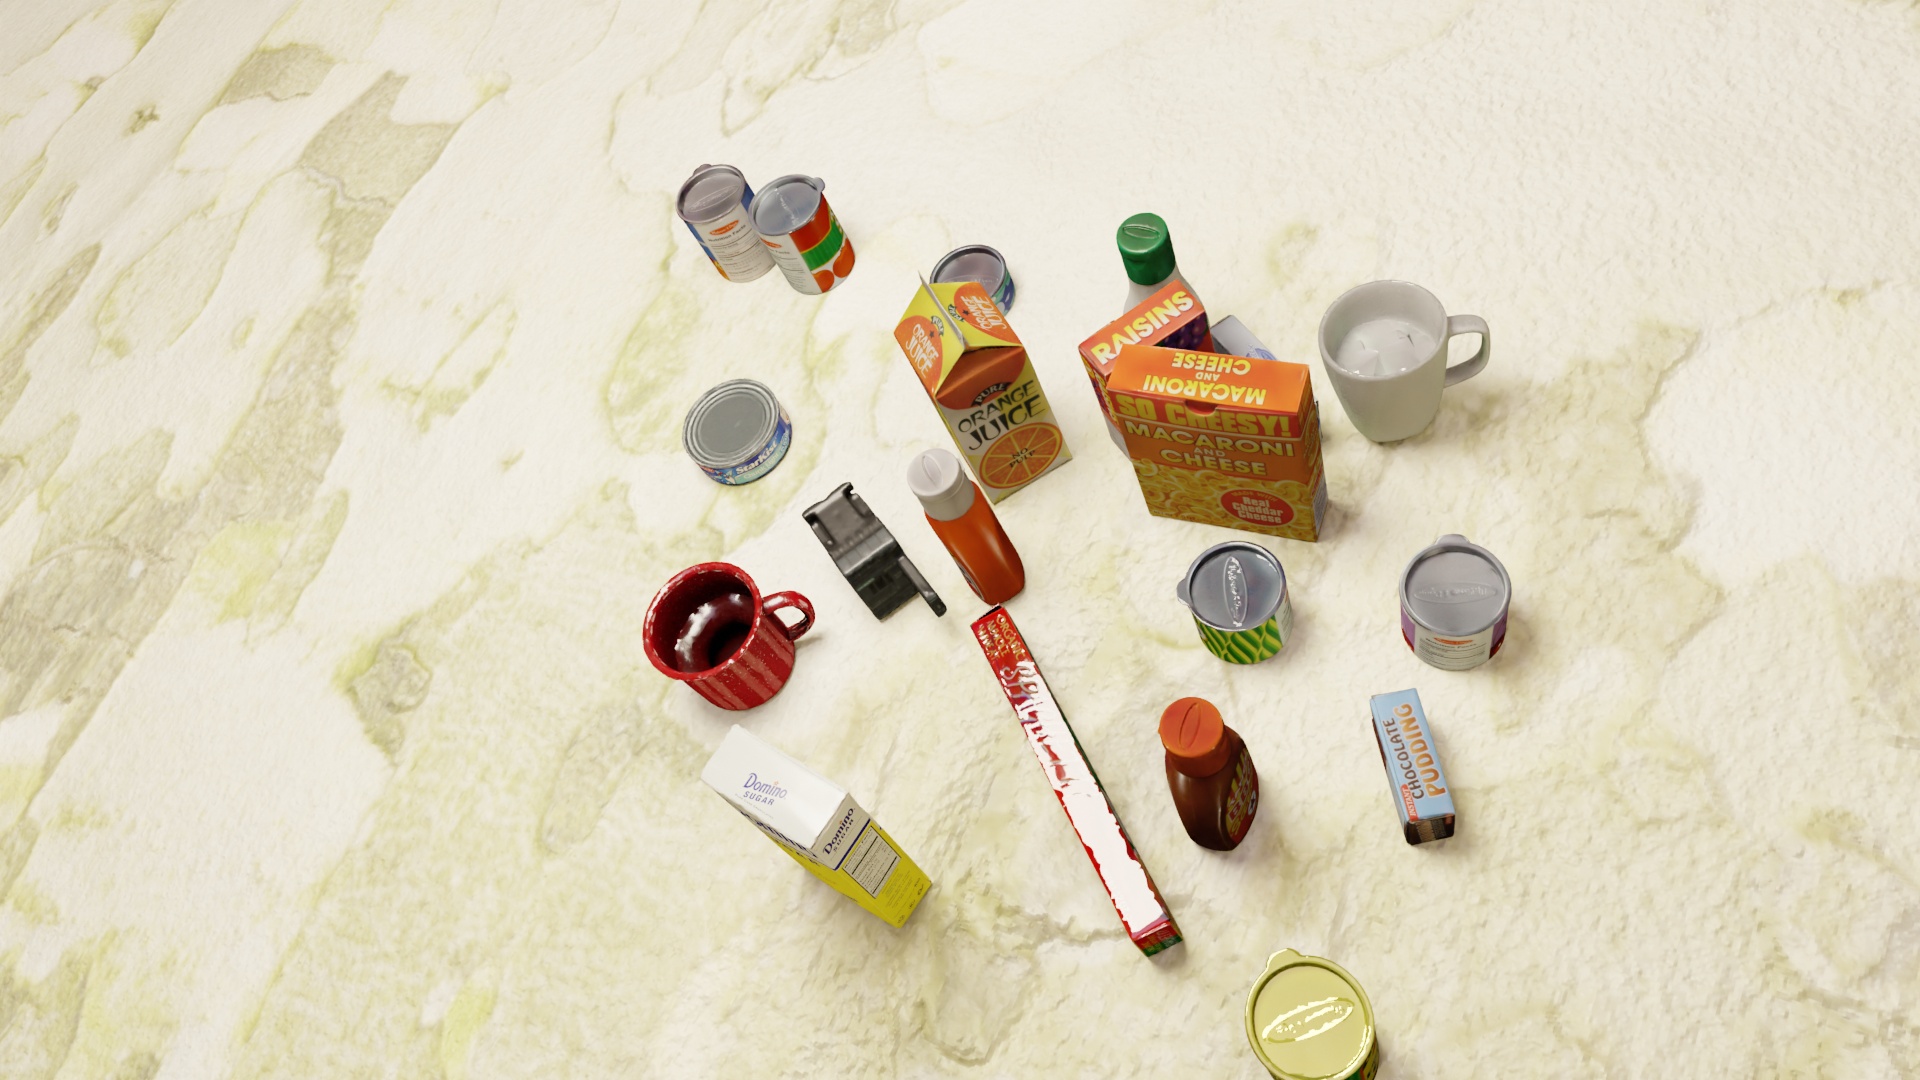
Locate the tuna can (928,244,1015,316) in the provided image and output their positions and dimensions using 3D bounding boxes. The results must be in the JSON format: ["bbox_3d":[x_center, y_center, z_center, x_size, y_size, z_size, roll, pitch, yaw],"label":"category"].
[{"bbox_3d":[0.010,-0.206,1.142,0.071,0.032,0.071,-8,60,14],"label":"tuna can"}]

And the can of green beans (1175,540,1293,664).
[{"bbox_3d":[0.186,0.042,0.928,0.071,0.057,0.071,-8,60,14],"label":"can of green beans"}]

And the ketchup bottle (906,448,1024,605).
[{"bbox_3d":[0.003,-0.012,0.966,0.043,0.148,0.065,-29,57,2],"label":"ketchup bottle"}]

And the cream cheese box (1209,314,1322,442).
[{"bbox_3d":[0.221,-0.113,1.006,0.024,0.053,0.104,-34,57,-2],"label":"cream cheese box"}]

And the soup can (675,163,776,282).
[{"bbox_3d":[-0.203,-0.281,1.226,0.071,0.083,0.071,-8,60,15],"label":"soup can"}]

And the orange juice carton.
[{"bbox_3d":[0.013,-0.113,0.993,0.073,0.192,0.072,-31,57,1],"label":"orange juice carton"}]

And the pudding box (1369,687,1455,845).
[{"bbox_3d":[0.276,0.138,0.849,0.030,0.049,0.084,-15,58,11],"label":"pudding box"}]

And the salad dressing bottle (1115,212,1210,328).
[{"bbox_3d":[0.144,-0.178,1.012,0.064,0.147,0.044,18,69,26],"label":"salad dressing bottle"}]

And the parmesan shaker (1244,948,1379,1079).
[{"bbox_3d":[0.196,0.272,0.769,0.071,0.102,0.071,-8,60,15],"label":"parmesan shaker"}]

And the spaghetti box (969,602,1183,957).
[{"bbox_3d":[0.072,0.151,0.910,0.029,0.050,0.251,-29,57,2],"label":"spaghetti box"}]

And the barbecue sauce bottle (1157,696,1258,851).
[{"bbox_3d":[0.148,0.137,0.833,0.044,0.148,0.065,11,66,24],"label":"barbecue sauce bottle"}]

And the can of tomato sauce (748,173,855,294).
[{"bbox_3d":[-0.133,-0.263,1.192,0.071,0.082,0.071,-8,60,15],"label":"can of tomato sauce"}]

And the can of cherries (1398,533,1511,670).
[{"bbox_3d":[0.315,0.040,0.885,0.071,0.058,0.072,-8,60,14],"label":"can of cherries"}]

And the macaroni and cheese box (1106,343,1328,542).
[{"bbox_3d":[0.175,-0.062,0.925,0.124,0.166,0.040,10,66,24],"label":"macaroni and cheese box"}]

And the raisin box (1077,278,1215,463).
[{"bbox_3d":[0.140,-0.117,0.994,0.086,0.123,0.040,-33,57,-1],"label":"raisin box"}]
